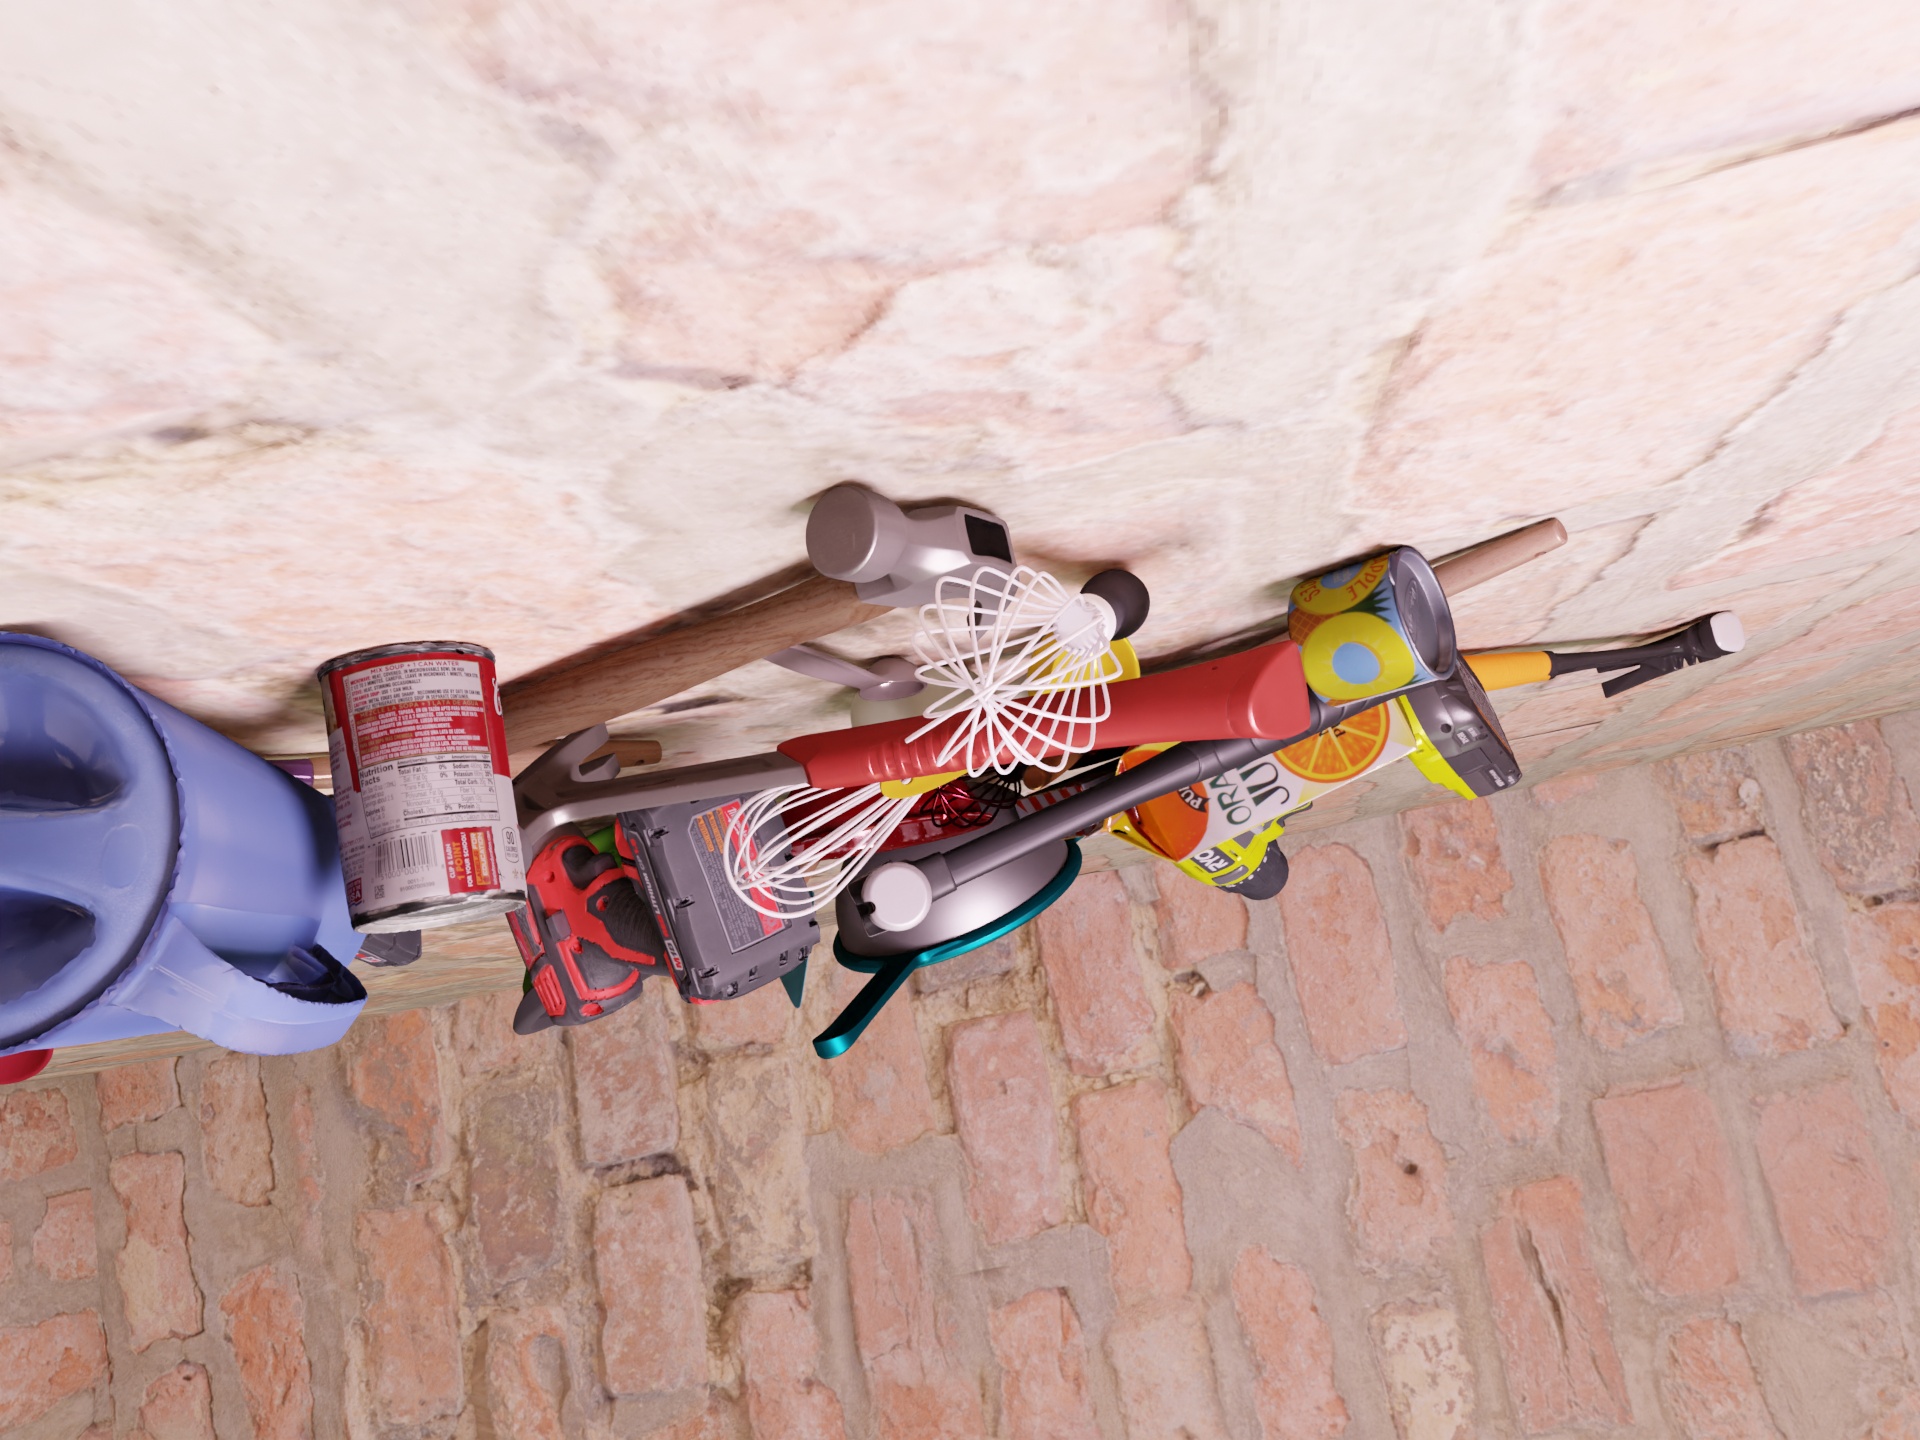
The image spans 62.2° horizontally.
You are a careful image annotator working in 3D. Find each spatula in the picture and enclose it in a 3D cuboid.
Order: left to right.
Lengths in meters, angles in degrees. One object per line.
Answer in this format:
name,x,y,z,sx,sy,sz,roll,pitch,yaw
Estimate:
spatula,-0.289,0.025,0.769,0.315,0.018,0.059,-4,147,-38
spatula,-0.114,0.123,1.211,0.044,0.082,0.317,9,-169,2
spatula,0.076,0.023,0.991,0.081,0.041,0.322,-19,-178,14

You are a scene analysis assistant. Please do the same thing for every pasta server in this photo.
pasta server,0.176,-0.047,0.861,0.060,0.040,0.316,0,162,-46

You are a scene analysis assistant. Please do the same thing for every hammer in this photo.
hammer,-0.118,-0.023,0.652,0.331,0.031,0.130,-17,168,35
hammer,-0.033,0.011,0.681,0.359,0.036,0.149,-10,-162,17
hammer,0.098,0.031,0.826,0.335,0.035,0.146,-23,176,-9
hammer,0.395,-0.036,1.131,0.336,0.034,0.127,-6,168,-27

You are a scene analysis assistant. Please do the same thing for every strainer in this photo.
strainer,-0.041,0.128,1.190,0.211,0.095,0.340,-15,-166,27

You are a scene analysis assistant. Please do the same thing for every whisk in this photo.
whisk,-0.013,0.020,0.771,0.246,0.059,0.058,-31,-179,-33
whisk,0.028,0.031,1.062,0.073,0.073,0.295,-14,177,17
whisk,0.040,-0.032,0.578,0.070,0.070,0.284,-14,-174,17

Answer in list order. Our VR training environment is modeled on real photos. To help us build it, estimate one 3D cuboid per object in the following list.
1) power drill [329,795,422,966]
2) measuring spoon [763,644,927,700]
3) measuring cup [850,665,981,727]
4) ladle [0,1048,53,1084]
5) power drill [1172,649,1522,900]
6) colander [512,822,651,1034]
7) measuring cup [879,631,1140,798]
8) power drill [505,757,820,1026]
power drill,-0.433,0.098,0.876,0.226,0.080,0.187,-7,163,0
measuring spoon,-0.058,-0.029,0.747,0.034,0.018,0.124,-16,162,29
measuring cup,-0.001,-0.003,0.882,0.083,0.038,0.167,-15,171,25
ladle,-0.482,0.108,0.778,0.069,0.031,0.315,16,142,-19
power drill,0.237,0.042,1.039,0.228,0.080,0.190,-27,143,22
colander,-0.216,0.103,1.063,0.204,0.094,0.397,-28,172,-28
measuring cup,0.020,-0.001,0.761,0.156,0.062,0.029,-27,-161,-28
power drill,-0.183,0.091,0.873,0.078,0.143,0.220,-22,-176,-42
